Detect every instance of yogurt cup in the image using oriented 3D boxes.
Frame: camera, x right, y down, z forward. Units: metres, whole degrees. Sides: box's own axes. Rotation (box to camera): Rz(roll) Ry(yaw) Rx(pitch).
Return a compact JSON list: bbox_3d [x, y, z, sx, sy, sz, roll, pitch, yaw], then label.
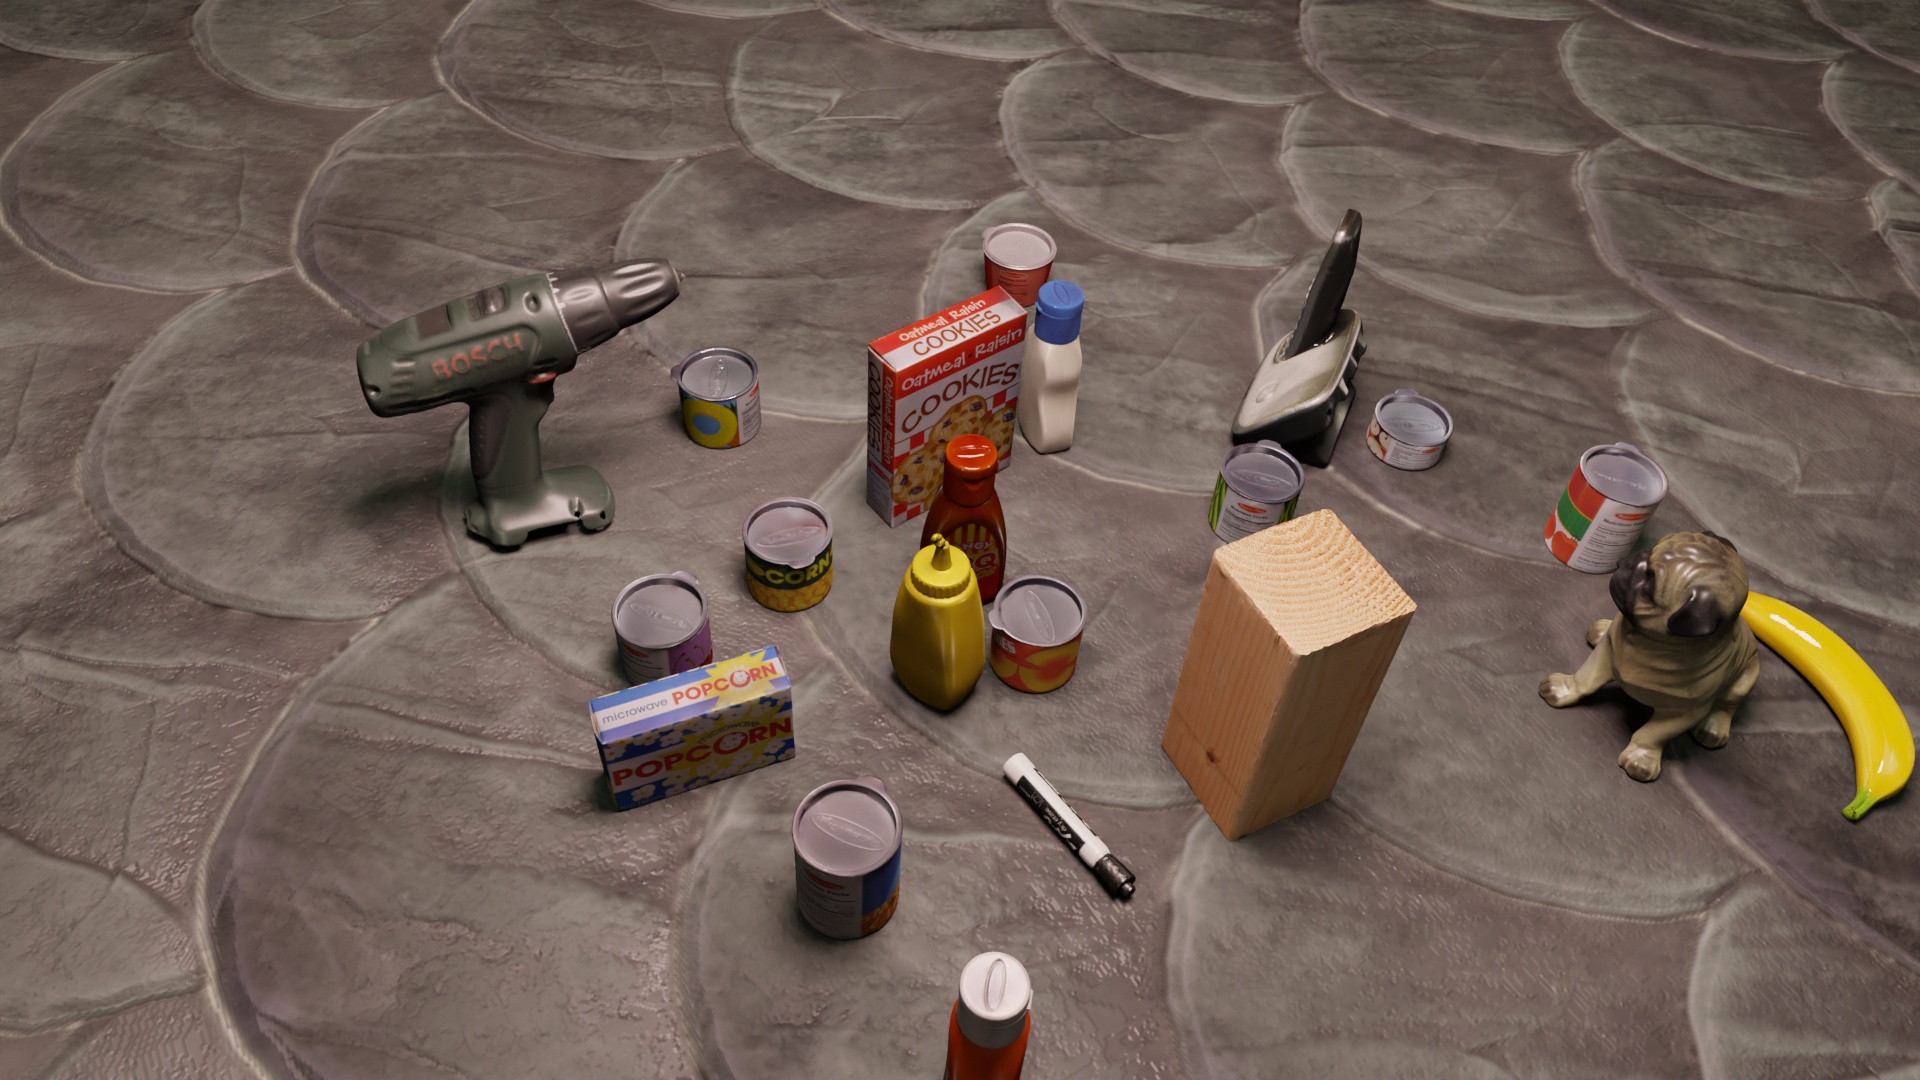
[{"bbox_3d":[0.053,-0.254,1.295,0.072,0.053,0.073,2,48,-2],"label":"yogurt cup"}]

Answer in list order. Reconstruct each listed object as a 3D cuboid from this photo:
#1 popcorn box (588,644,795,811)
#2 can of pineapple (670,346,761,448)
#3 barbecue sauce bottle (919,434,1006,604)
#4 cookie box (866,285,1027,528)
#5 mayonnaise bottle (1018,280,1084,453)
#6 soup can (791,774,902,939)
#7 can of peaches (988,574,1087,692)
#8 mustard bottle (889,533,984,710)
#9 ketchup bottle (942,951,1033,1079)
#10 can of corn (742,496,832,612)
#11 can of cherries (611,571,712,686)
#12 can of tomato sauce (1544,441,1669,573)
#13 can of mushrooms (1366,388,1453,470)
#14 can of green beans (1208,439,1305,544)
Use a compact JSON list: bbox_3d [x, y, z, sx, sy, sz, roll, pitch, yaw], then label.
[{"bbox_3d":[-0.174,0.124,0.914,0.127,0.084,0.038,-16,51,-18],"label":"popcorn box"},{"bbox_3d":[-0.201,-0.118,1.150,0.071,0.057,0.071,2,48,-2],"label":"can of pineapple"},{"bbox_3d":[0.004,-0.013,1.009,0.065,0.147,0.044,-5,49,-8],"label":"barbecue sauce bottle"},{"bbox_3d":[-0.014,-0.102,1.076,0.123,0.166,0.040,-29,56,-27],"label":"cookie box"},{"bbox_3d":[0.075,-0.142,1.132,0.041,0.147,0.065,-11,50,-13],"label":"mayonnaise bottle"},{"bbox_3d":[-0.068,0.196,0.858,0.071,0.083,0.072,2,48,-2],"label":"soup can"},{"bbox_3d":[0.053,0.068,1.000,0.071,0.057,0.071,2,48,-2],"label":"can of peaches"},{"bbox_3d":[-0.014,0.049,0.943,0.065,0.159,0.049,33,54,23],"label":"mustard bottle"},{"bbox_3d":[0.015,0.272,0.751,0.043,0.148,0.065,10,48,5],"label":"ketchup bottle"},{"bbox_3d":[-0.127,0.013,1.036,0.071,0.058,0.071,2,48,-2],"label":"can of corn"},{"bbox_3d":[-0.208,0.065,0.983,0.071,0.058,0.072,2,48,-2],"label":"can of cherries"},{"bbox_3d":[0.510,-0.026,1.103,0.071,0.082,0.071,2,48,-2],"label":"can of tomato sauce"},{"bbox_3d":[0.384,-0.095,1.189,0.071,0.033,0.071,2,48,-2],"label":"can of mushrooms"},{"bbox_3d":[0.235,-0.035,1.107,0.071,0.057,0.071,2,48,-2],"label":"can of green beans"}]
